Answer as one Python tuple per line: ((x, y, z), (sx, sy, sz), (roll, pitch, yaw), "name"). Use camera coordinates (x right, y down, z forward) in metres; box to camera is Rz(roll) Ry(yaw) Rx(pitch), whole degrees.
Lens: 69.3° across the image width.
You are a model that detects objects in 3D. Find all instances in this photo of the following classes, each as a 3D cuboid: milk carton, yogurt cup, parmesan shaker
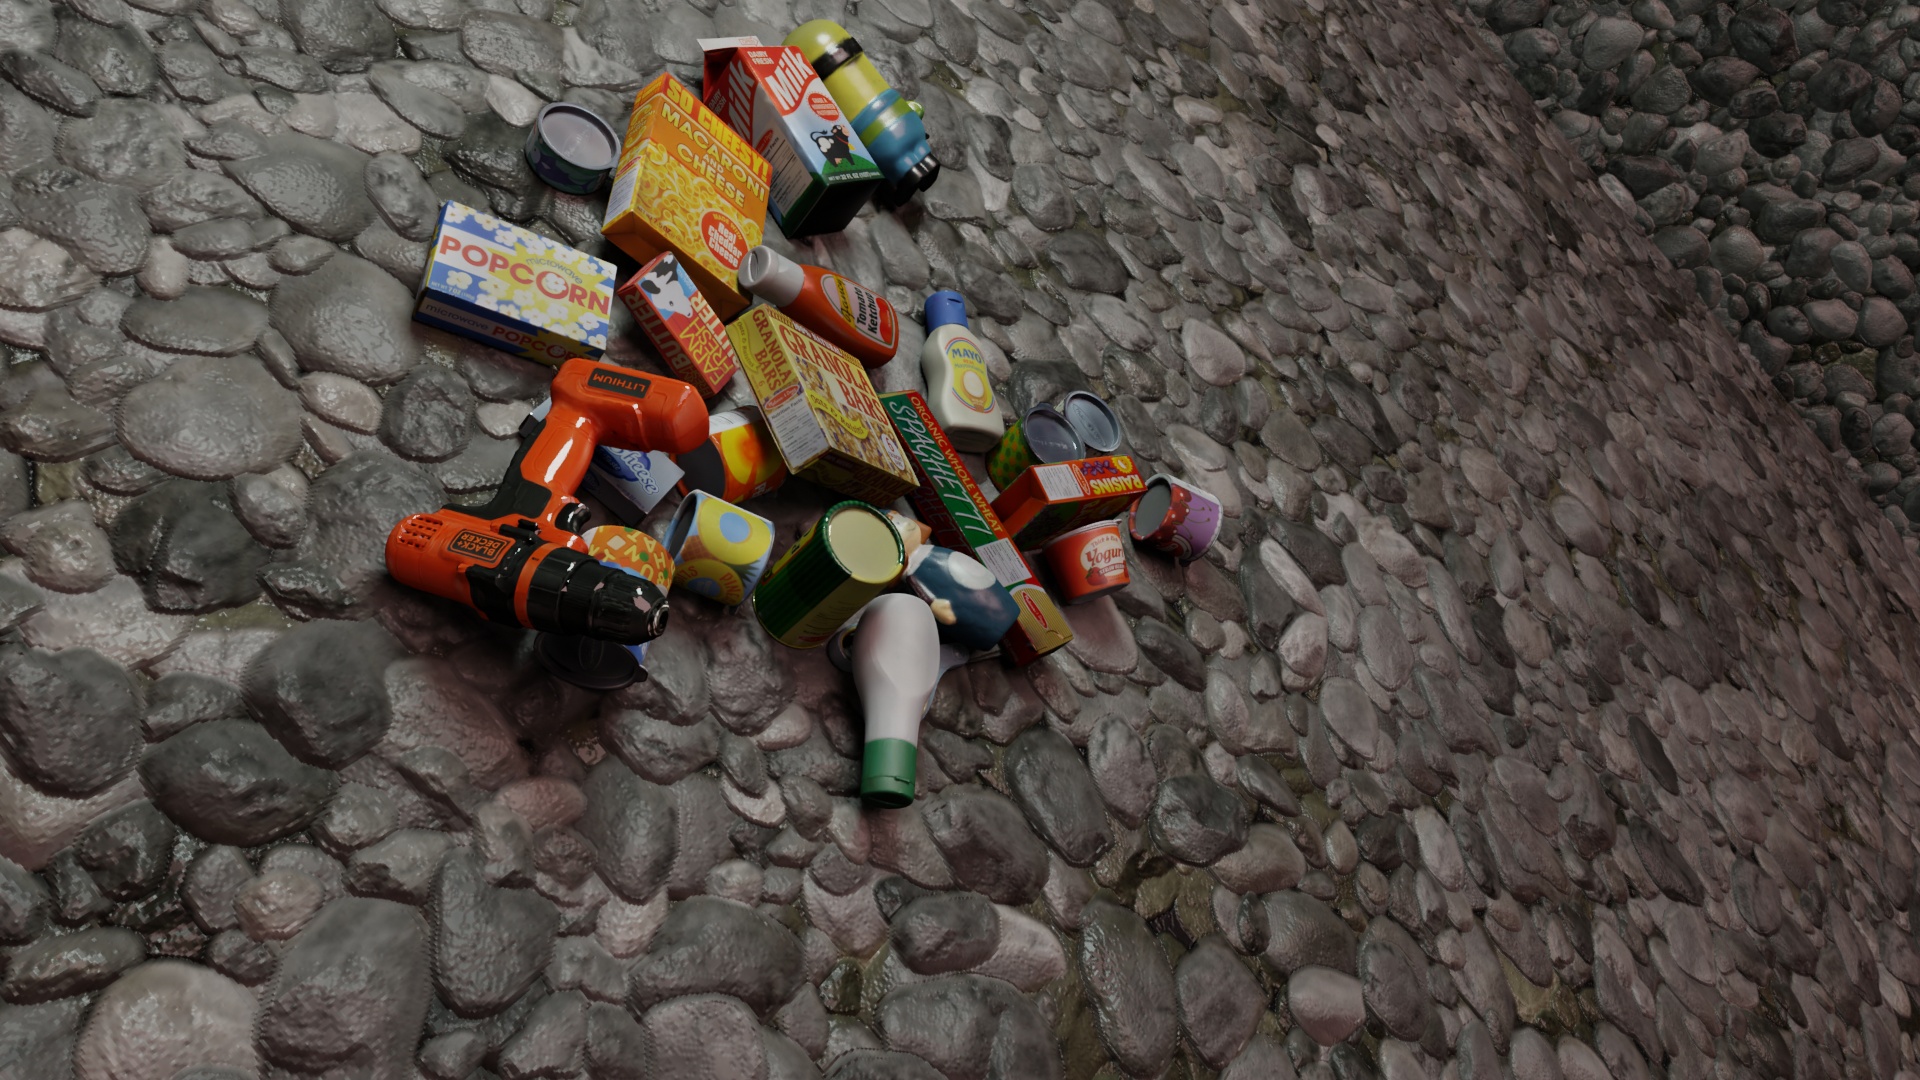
((-0.156, -0.364, 1.210), (0.072, 0.073, 0.191), (-24, 77, -46), "milk carton")
((0.108, 0.020, 1.162), (0.072, 0.072, 0.054), (-9, 75, -42), "yogurt cup")
((-0.090, 0.023, 0.970), (0.071, 0.102, 0.071), (21, 50, -27), "parmesan shaker")

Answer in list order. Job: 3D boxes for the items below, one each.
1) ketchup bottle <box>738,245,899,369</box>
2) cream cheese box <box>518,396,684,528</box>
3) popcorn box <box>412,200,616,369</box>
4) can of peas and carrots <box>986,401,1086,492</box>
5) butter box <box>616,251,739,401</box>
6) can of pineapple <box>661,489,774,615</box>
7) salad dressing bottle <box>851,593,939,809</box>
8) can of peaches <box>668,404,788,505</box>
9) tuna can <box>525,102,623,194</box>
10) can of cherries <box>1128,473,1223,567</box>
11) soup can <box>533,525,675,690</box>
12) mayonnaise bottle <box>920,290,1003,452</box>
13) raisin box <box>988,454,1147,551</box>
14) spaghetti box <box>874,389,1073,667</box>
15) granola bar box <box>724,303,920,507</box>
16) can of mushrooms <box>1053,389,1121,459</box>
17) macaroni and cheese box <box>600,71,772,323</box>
((-0.113, -0.190, 1.117), (0.149, 0.043, 0.065), (22, 52, -48), "ketchup bottle")
((-0.247, -0.061, 0.960), (0.104, 0.024, 0.054), (41, 42, -8), "cream cheese box")
((-0.311, -0.176, 0.977), (0.127, 0.038, 0.085), (19, 50, -28), "popcorn box")
((0.063, -0.075, 1.195), (0.071, 0.058, 0.071), (21, 49, -26), "can of peas and carrots")
((-0.206, -0.159, 1.037), (0.103, 0.024, 0.053), (56, 39, -23), "butter box")
((-0.168, 0.007, 0.946), (0.058, 0.070, 0.071), (25, 48, -24), "can of pineapple")
((-0.047, 0.111, 0.966), (0.064, 0.043, 0.148), (22, 54, -29), "salad dressing bottle")
((-0.165, -0.056, 0.993), (0.058, 0.071, 0.071), (-24, 78, -46), "can of peaches")
((-0.299, -0.303, 1.080), (0.071, 0.032, 0.071), (21, 50, -27), "tuna can")
((0.193, -0.018, 1.257), (0.058, 0.071, 0.072), (22, 49, -26), "can of cherries")
((-0.220, 0.043, 0.877), (0.071, 0.071, 0.084), (29, 46, -20), "soup can")
((-0.004, -0.148, 1.204), (0.065, 0.041, 0.148), (9, 56, -32), "mayonnaise bottle")
((0.084, -0.030, 1.161), (0.124, 0.085, 0.040), (-8, 64, -42), "raisin box")
((0.004, -0.014, 1.115), (0.050, 0.028, 0.250), (-16, 69, -47), "spaghetti box")
((-0.100, -0.096, 1.037), (0.124, 0.039, 0.165), (64, 14, 16), "granola bar box")
((0.111, -0.101, 1.270), (0.071, 0.033, 0.071), (21, 50, -28), "can of mushrooms")
((-0.213, -0.272, 1.101), (0.123, 0.040, 0.167), (37, 41, -39), "macaroni and cheese box")
